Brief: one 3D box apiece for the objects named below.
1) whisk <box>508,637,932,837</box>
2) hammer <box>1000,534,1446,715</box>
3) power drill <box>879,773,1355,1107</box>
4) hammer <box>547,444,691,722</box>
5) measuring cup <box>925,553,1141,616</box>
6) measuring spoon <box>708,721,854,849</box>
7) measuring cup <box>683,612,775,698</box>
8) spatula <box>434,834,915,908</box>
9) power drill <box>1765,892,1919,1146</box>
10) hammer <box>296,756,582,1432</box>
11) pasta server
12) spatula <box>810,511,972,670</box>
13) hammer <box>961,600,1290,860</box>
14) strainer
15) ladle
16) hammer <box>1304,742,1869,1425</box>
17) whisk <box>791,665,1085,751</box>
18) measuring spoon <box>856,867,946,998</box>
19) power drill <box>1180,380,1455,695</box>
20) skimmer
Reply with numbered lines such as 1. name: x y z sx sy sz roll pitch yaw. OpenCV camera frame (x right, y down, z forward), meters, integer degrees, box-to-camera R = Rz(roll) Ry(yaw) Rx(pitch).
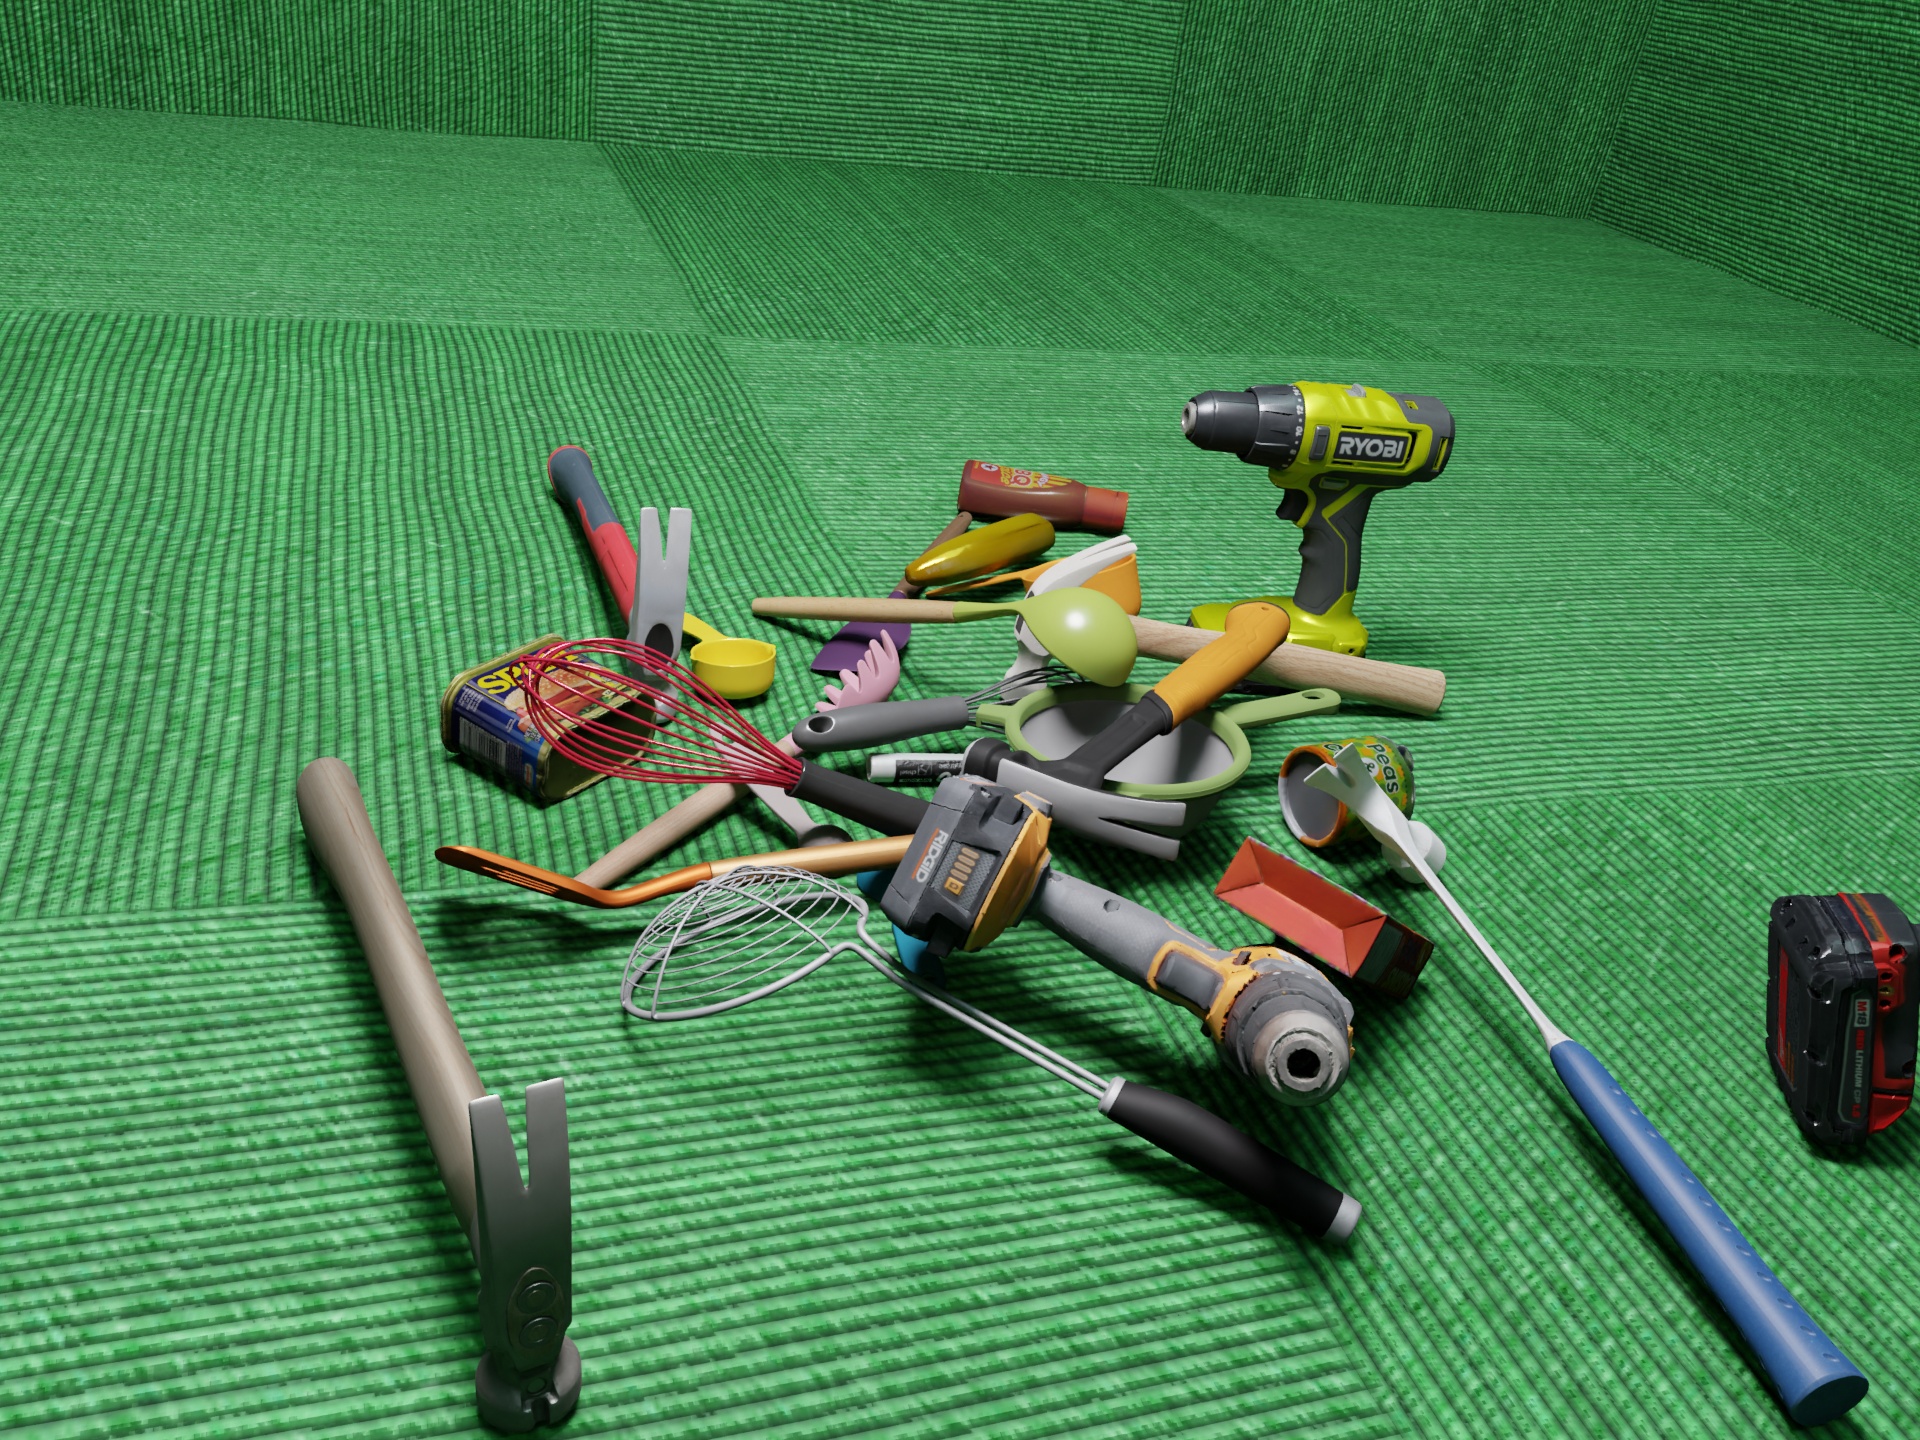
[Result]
1. whisk: -0.109 0.025 0.879 0.295 0.073 0.073 23 22 -26
2. hammer: 0.199 -0.048 1.138 0.331 0.130 0.031 9 23 -16
3. power drill: 0.079 0.108 0.748 0.226 0.084 0.185 27 2 6
4. hammer: -0.255 -0.145 1.155 0.038 0.143 0.387 -1 26 -23
5. measuring cup: 0.056 -0.089 1.225 0.173 0.052 0.095 -7 16 25
6. measuring spoon: -0.105 0.041 0.928 0.124 0.018 0.034 46 45 16
7. measuring cup: -0.180 -0.049 1.112 0.062 0.029 0.157 -11 23 -31
8. spatula: -0.112 0.071 0.856 0.322 0.041 0.081 -5 -8 -22
9. power drill: 0.542 0.165 0.809 0.227 0.187 0.080 -5 22 13
10. hammer: -0.246 0.110 0.707 0.038 0.146 0.411 -10 30 -28
11. pasta server: -0.129 0.024 0.975 0.040 0.060 0.316 51 41 2
12. spatula: -0.038 -0.105 1.245 0.060 0.018 0.316 3 27 17
13. hammer: 0.137 -0.011 0.968 0.127 0.034 0.337 18 28 25
14. strainer: 0.143 0.027 1.012 0.256 0.069 0.152 -10 30 -33
15. ladle: -0.023 -0.062 1.093 0.320 0.062 0.078 5 6 36
16. hammer: 0.297 0.159 0.805 0.143 0.035 0.406 40 15 -38
17. whisk: -0.002 -0.002 1.031 0.239 0.055 0.055 -8 33 -32
18. measuring spoon: -0.027 0.105 0.872 0.042 0.021 0.129 0 29 -16
19. power drill: 0.239 -0.136 1.161 0.190 0.228 0.080 2 30 -11
20. skimmer: 0.008 0.170 0.763 0.363 0.090 0.127 27 28 11
